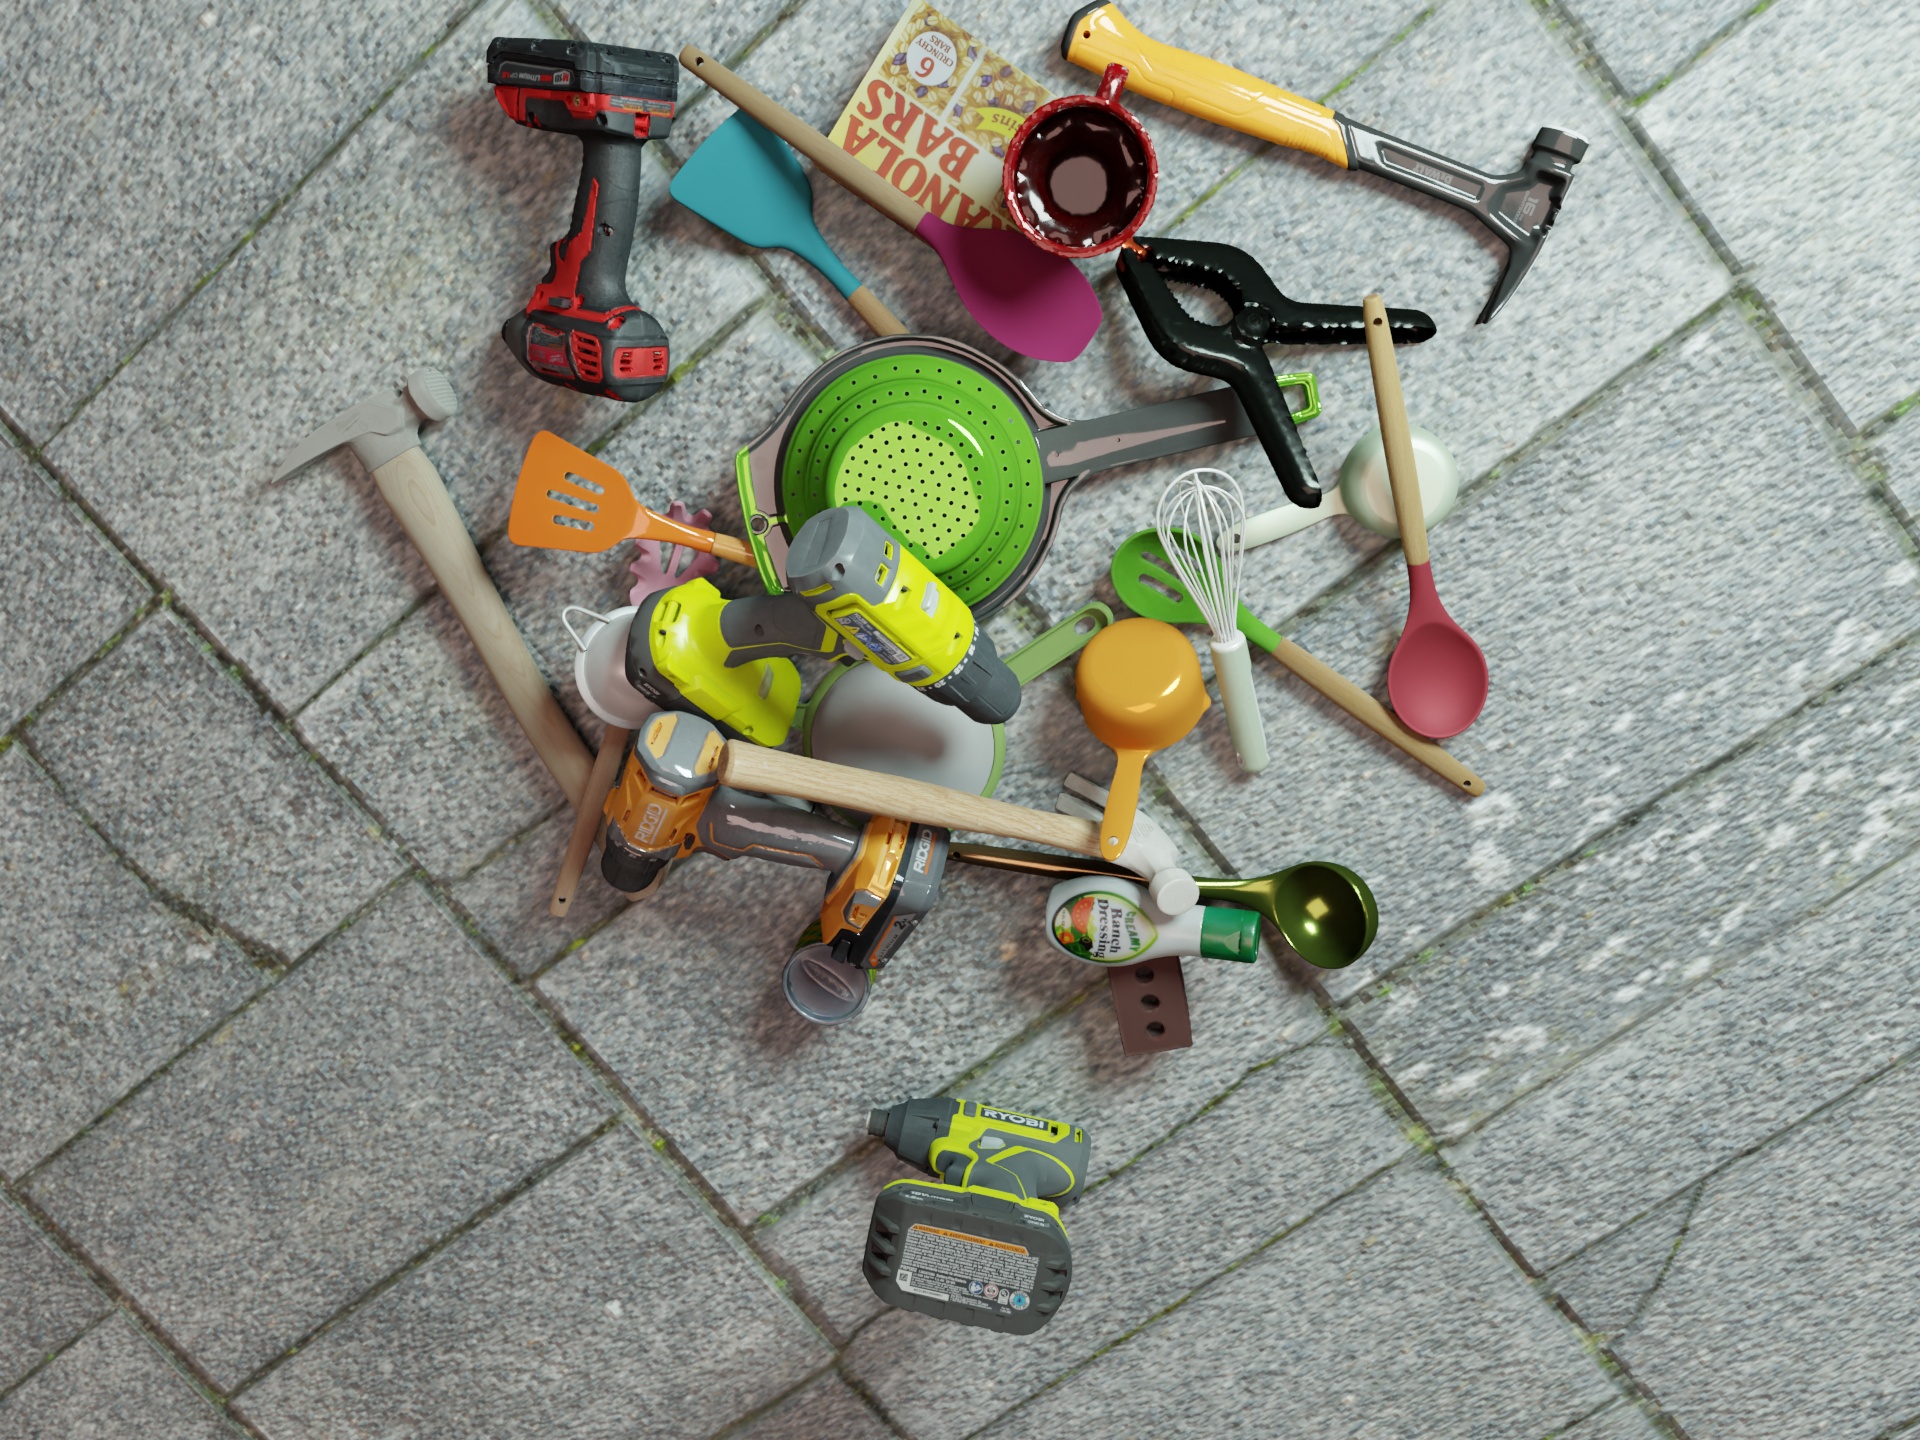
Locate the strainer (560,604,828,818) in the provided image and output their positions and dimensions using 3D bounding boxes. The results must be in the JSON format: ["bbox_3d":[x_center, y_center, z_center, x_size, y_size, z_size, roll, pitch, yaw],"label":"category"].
[{"bbox_3d":[-0.179,0.005,1.134,0.258,0.050,0.087,44,75,-28],"label":"strainer"}]

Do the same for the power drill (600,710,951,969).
[{"bbox_3d":[-0.142,0.096,1.120,0.226,0.084,0.185,23,139,-10],"label":"power drill"}]

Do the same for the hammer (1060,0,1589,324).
[{"bbox_3d":[0.221,-0.373,1.023,0.337,0.034,0.127,22,105,0],"label":"hammer"}]

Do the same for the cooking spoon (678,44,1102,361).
[{"bbox_3d":[-0.046,-0.338,1.028,0.319,0.017,0.069,34,98,-4],"label":"cooking spoon"}]

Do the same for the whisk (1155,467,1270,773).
[{"bbox_3d":[0.179,-0.061,1.073,0.059,0.058,0.246,-19,124,0],"label":"whisk"}]

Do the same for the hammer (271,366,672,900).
[{"bbox_3d":[-0.342,-0.043,1.172,0.146,0.038,0.410,-26,101,14],"label":"hammer"}]

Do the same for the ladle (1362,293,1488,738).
[{"bbox_3d":[0.295,-0.127,1.045,0.069,0.031,0.315,-16,118,5],"label":"ladle"}]

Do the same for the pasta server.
[{"bbox_3d":[-0.242,-0.005,1.145,0.060,0.040,0.316,19,95,-11],"label":"pasta server"}]

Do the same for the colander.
[{"bbox_3d":[0.048,-0.170,1.039,0.397,0.094,0.204,-13,99,1],"label":"colander"}]

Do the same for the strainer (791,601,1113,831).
[{"bbox_3d":[-0.002,-0.004,1.127,0.256,0.069,0.151,-33,99,15],"label":"strainer"}]

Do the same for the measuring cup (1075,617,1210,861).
[{"bbox_3d":[0.113,0.008,1.072,0.095,0.174,0.052,5,149,17],"label":"measuring cup"}]

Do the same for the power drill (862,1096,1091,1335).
[{"bbox_3d":[0.005,0.338,1.138,0.171,0.223,0.080,12,99,3],"label":"power drill"}]

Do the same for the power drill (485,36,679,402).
[{"bbox_3d":[-0.254,-0.329,1.051,0.143,0.078,0.219,20,113,36],"label":"power drill"}]

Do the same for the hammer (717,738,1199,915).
[{"bbox_3d":[-0.003,0.059,1.072,0.331,0.130,0.031,13,113,-23],"label":"hammer"}]

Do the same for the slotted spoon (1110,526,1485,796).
[{"bbox_3d":[0.240,-0.037,1.115,0.313,0.031,0.070,34,114,-5],"label":"slotted spoon"}]

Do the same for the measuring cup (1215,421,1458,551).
[{"bbox_3d":[0.254,-0.145,1.077,0.167,0.038,0.083,-19,102,9],"label":"measuring cup"}]

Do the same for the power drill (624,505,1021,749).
[{"bbox_3d":[-0.089,-0.043,1.041,0.228,0.080,0.190,-12,141,38],"label":"power drill"}]

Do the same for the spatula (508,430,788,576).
[{"bbox_3d":[-0.149,-0.118,1.109,0.322,0.041,0.081,15,96,-13],"label":"spatula"}]

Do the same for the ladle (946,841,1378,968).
[{"bbox_3d":[0.140,0.121,1.154,0.320,0.062,0.078,8,108,7],"label":"ladle"}]

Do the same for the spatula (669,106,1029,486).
[{"bbox_3d":[-0.056,-0.270,1.076,0.082,0.044,0.317,-43,98,9],"label":"spatula"}]
